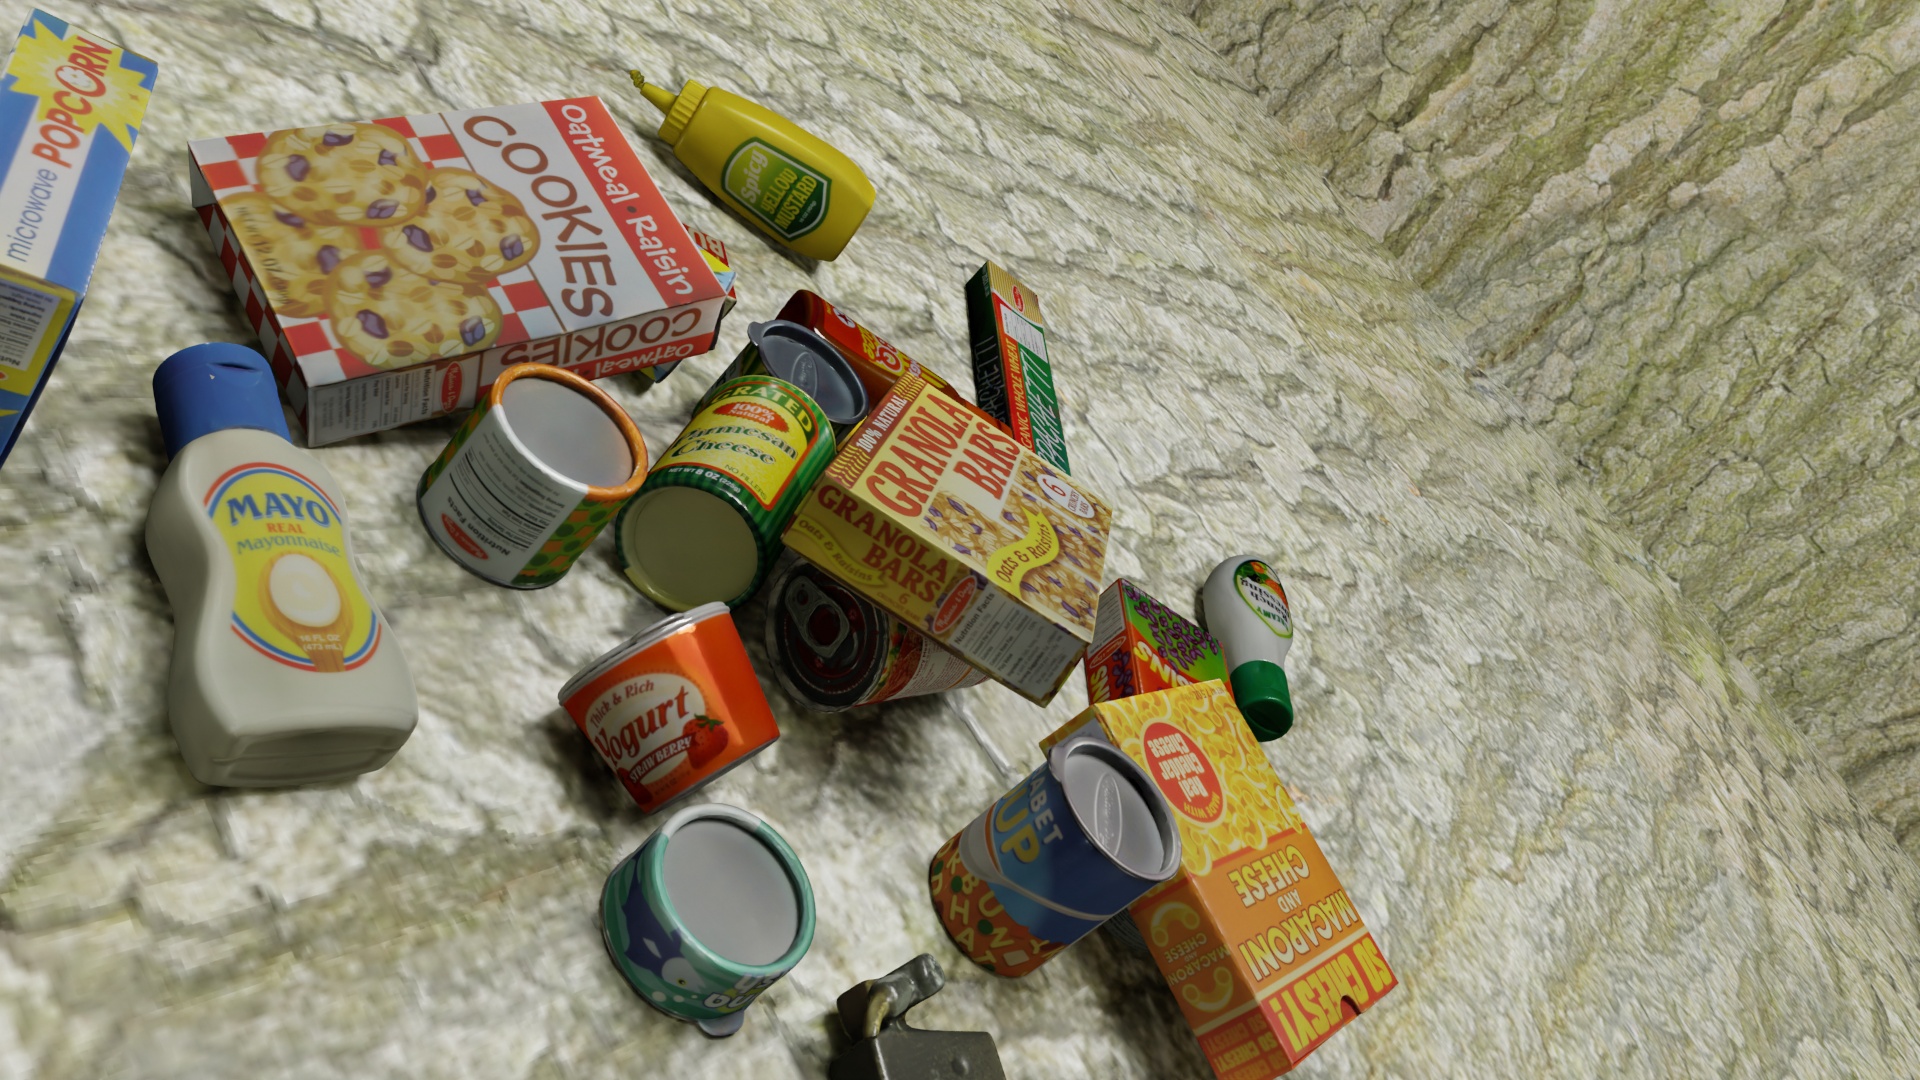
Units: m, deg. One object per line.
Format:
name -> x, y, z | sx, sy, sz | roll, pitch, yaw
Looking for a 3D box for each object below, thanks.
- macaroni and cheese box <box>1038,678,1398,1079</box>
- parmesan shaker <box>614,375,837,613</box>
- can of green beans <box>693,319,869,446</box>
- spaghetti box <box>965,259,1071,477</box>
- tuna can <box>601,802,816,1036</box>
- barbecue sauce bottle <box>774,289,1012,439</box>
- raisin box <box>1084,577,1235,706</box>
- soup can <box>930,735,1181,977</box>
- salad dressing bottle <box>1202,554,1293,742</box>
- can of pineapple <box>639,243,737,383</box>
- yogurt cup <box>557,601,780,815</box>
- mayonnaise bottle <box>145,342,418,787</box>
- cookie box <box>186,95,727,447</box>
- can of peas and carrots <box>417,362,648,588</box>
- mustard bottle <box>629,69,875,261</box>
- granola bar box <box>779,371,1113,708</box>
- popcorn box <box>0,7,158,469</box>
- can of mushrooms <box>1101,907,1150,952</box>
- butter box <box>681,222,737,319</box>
macaroni and cheese box -> 0.120, 0.148, 0.630 | 0.124, 0.040, 0.167 | -1, 57, -53
parmesan shaker -> -0.096, -0.020, 0.599 | 0.071, 0.071, 0.103 | 40, 29, -12
can of green beans -> -0.088, -0.064, 0.678 | 0.071, 0.057, 0.071 | 33, 31, -23
spaghetti box -> 0.037, -0.106, 0.931 | 0.050, 0.028, 0.251 | 31, 32, -26
tuna can -> -0.083, 0.126, 0.467 | 0.071, 0.032, 0.071 | 33, 31, -22
barbecue sauce bottle -> -0.037, -0.084, 0.786 | 0.148, 0.043, 0.065 | 30, 21, -28
raisin box -> 0.114, 0.090, 0.772 | 0.086, 0.040, 0.124 | 33, 32, -24
soup can -> 0.036, 0.129, 0.570 | 0.071, 0.083, 0.072 | 34, 30, -23
salad dressing bottle -> 0.188, 0.068, 0.895 | 0.064, 0.043, 0.148 | 35, 30, -17
can of pineapple -> -0.149, -0.117, 0.659 | 0.058, 0.070, 0.071 | 36, 30, -19
yogurt cup -> -0.101, 0.061, 0.496 | 0.054, 0.072, 0.072 | 59, 29, 5
mayonnaise bottle -> -0.219, 0.004, 0.432 | 0.065, 0.041, 0.148 | 5, 49, -49
cookie box -> -0.196, -0.114, 0.555 | 0.168, 0.040, 0.123 | -20, 67, -35
can of peas and carrots -> -0.161, -0.026, 0.531 | 0.071, 0.058, 0.071 | 34, 31, -23
mustard bottle -> -0.130, -0.232, 0.838 | 0.160, 0.065, 0.049 | 30, 26, -17
granola bar box -> 0.002, -0.008, 0.608 | 0.124, 0.039, 0.166 | 33, 22, -4
popcorn box -> -0.285, -0.089, 0.417 | 0.038, 0.085, 0.127 | 23, 36, -36
can of mushrooms -> 0.087, 0.156, 0.657 | 0.071, 0.033, 0.071 | 33, 31, -23
butter box -> -0.167, -0.150, 0.719 | 0.103, 0.024, 0.053 | 19, 39, -40
